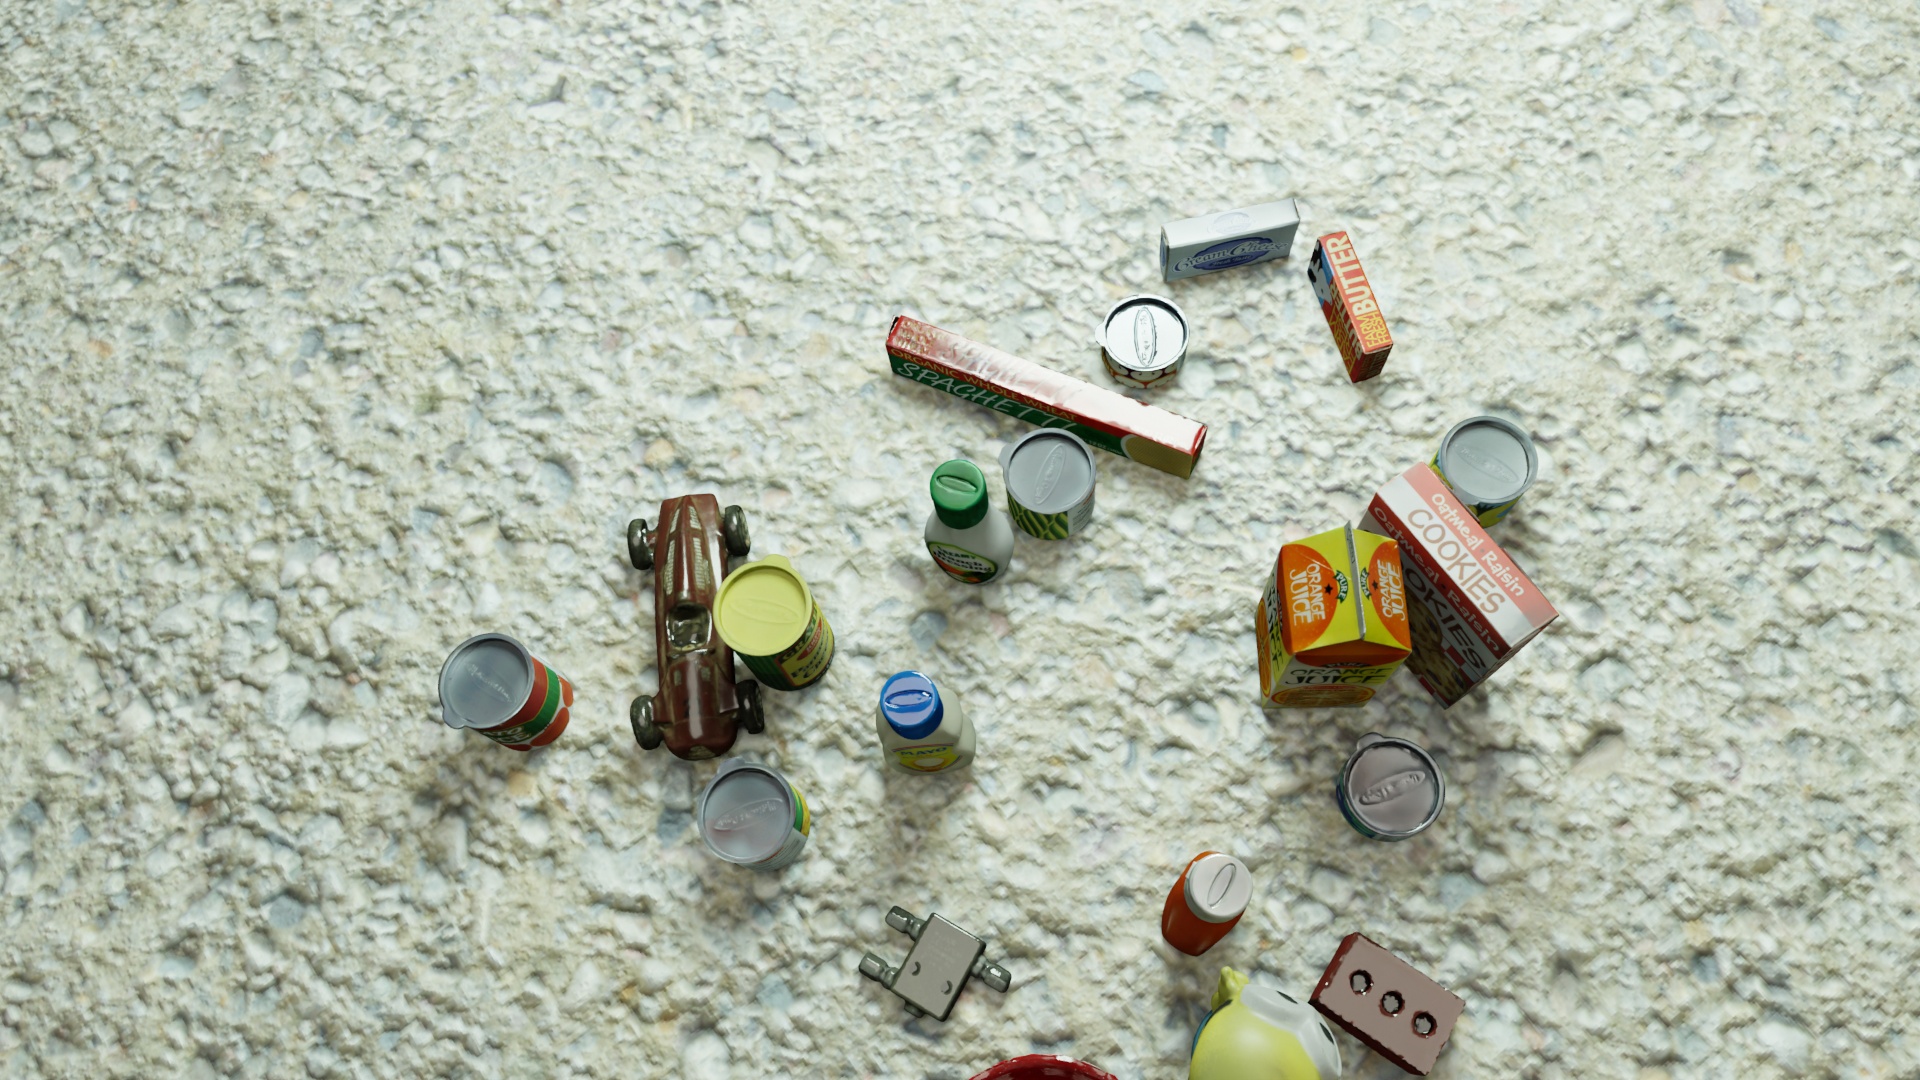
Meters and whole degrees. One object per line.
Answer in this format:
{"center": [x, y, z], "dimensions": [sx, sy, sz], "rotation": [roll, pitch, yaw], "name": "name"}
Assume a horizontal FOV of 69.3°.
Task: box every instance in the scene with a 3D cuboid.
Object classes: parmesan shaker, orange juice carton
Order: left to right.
{"center": [-0.126, 0.059, 0.964], "dimensions": [0.071, 0.102, 0.071], "rotation": [-2, 70, 4], "name": "parmesan shaker"}
{"center": [0.237, 0.052, 0.888], "dimensions": [0.073, 0.192, 0.072], "rotation": [-2, 70, 4], "name": "orange juice carton"}

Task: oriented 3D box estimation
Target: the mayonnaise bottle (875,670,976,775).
{"center": [-0.026, 0.121, 0.908], "dimensions": [0.065, 0.147, 0.041], "rotation": [-6, 70, 3], "name": "mayonnaise bottle"}

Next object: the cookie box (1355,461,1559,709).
{"center": [0.308, 0.033, 0.902], "dimensions": [0.040, 0.167, 0.123], "rotation": [-34, 71, -7], "name": "cookie box"}

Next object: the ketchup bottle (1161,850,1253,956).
{"center": [0.153, 0.220, 0.856], "dimensions": [0.043, 0.148, 0.065], "rotation": [29, 75, 14], "name": "ketchup bottle"}

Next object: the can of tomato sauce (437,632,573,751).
{"center": [-0.317, 0.109, 0.972], "dimensions": [0.071, 0.083, 0.071], "rotation": [-2, 70, 4], "name": "can of tomato sauce"}

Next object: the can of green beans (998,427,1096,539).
{"center": [0.065, -0.040, 1.008], "dimensions": [0.071, 0.057, 0.071], "rotation": [-2, 70, 4], "name": "can of green beans"}

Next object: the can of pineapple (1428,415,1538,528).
{"center": [0.366, -0.046, 0.985], "dimensions": [0.071, 0.057, 0.071], "rotation": [-2, 70, 4], "name": "can of pineapple"}

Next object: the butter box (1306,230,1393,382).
{"center": [0.292, -0.175, 1.042], "dimensions": [0.024, 0.053, 0.104], "rotation": [-15, 69, -1], "name": "butter box"}

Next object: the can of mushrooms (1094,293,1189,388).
{"center": [0.137, -0.151, 1.056], "dimensions": [0.071, 0.033, 0.071], "rotation": [-2, 70, 4], "name": "can of mushrooms"}

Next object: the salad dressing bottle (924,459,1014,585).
{"center": [0.003, -0.012, 0.955], "dimensions": [0.064, 0.147, 0.044], "rotation": [18, 73, 11], "name": "salad dressing bottle"}

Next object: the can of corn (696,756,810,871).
{"center": [-0.140, 0.186, 0.941], "dimensions": [0.071, 0.058, 0.071], "rotation": [-2, 70, 4], "name": "can of corn"}

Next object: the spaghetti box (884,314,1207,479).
{"center": [0.060, -0.108, 1.038], "dimensions": [0.250, 0.050, 0.029], "rotation": [21, 73, 12], "name": "spaghetti box"}

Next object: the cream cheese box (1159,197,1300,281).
{"center": [0.206, -0.231, 1.070], "dimensions": [0.104, 0.053, 0.024], "rotation": [-11, 70, 1], "name": "cream cheese box"}

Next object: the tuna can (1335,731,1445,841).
{"center": [0.285, 0.164, 0.927], "dimensions": [0.071, 0.032, 0.071], "rotation": [-2, 70, 4], "name": "tuna can"}
